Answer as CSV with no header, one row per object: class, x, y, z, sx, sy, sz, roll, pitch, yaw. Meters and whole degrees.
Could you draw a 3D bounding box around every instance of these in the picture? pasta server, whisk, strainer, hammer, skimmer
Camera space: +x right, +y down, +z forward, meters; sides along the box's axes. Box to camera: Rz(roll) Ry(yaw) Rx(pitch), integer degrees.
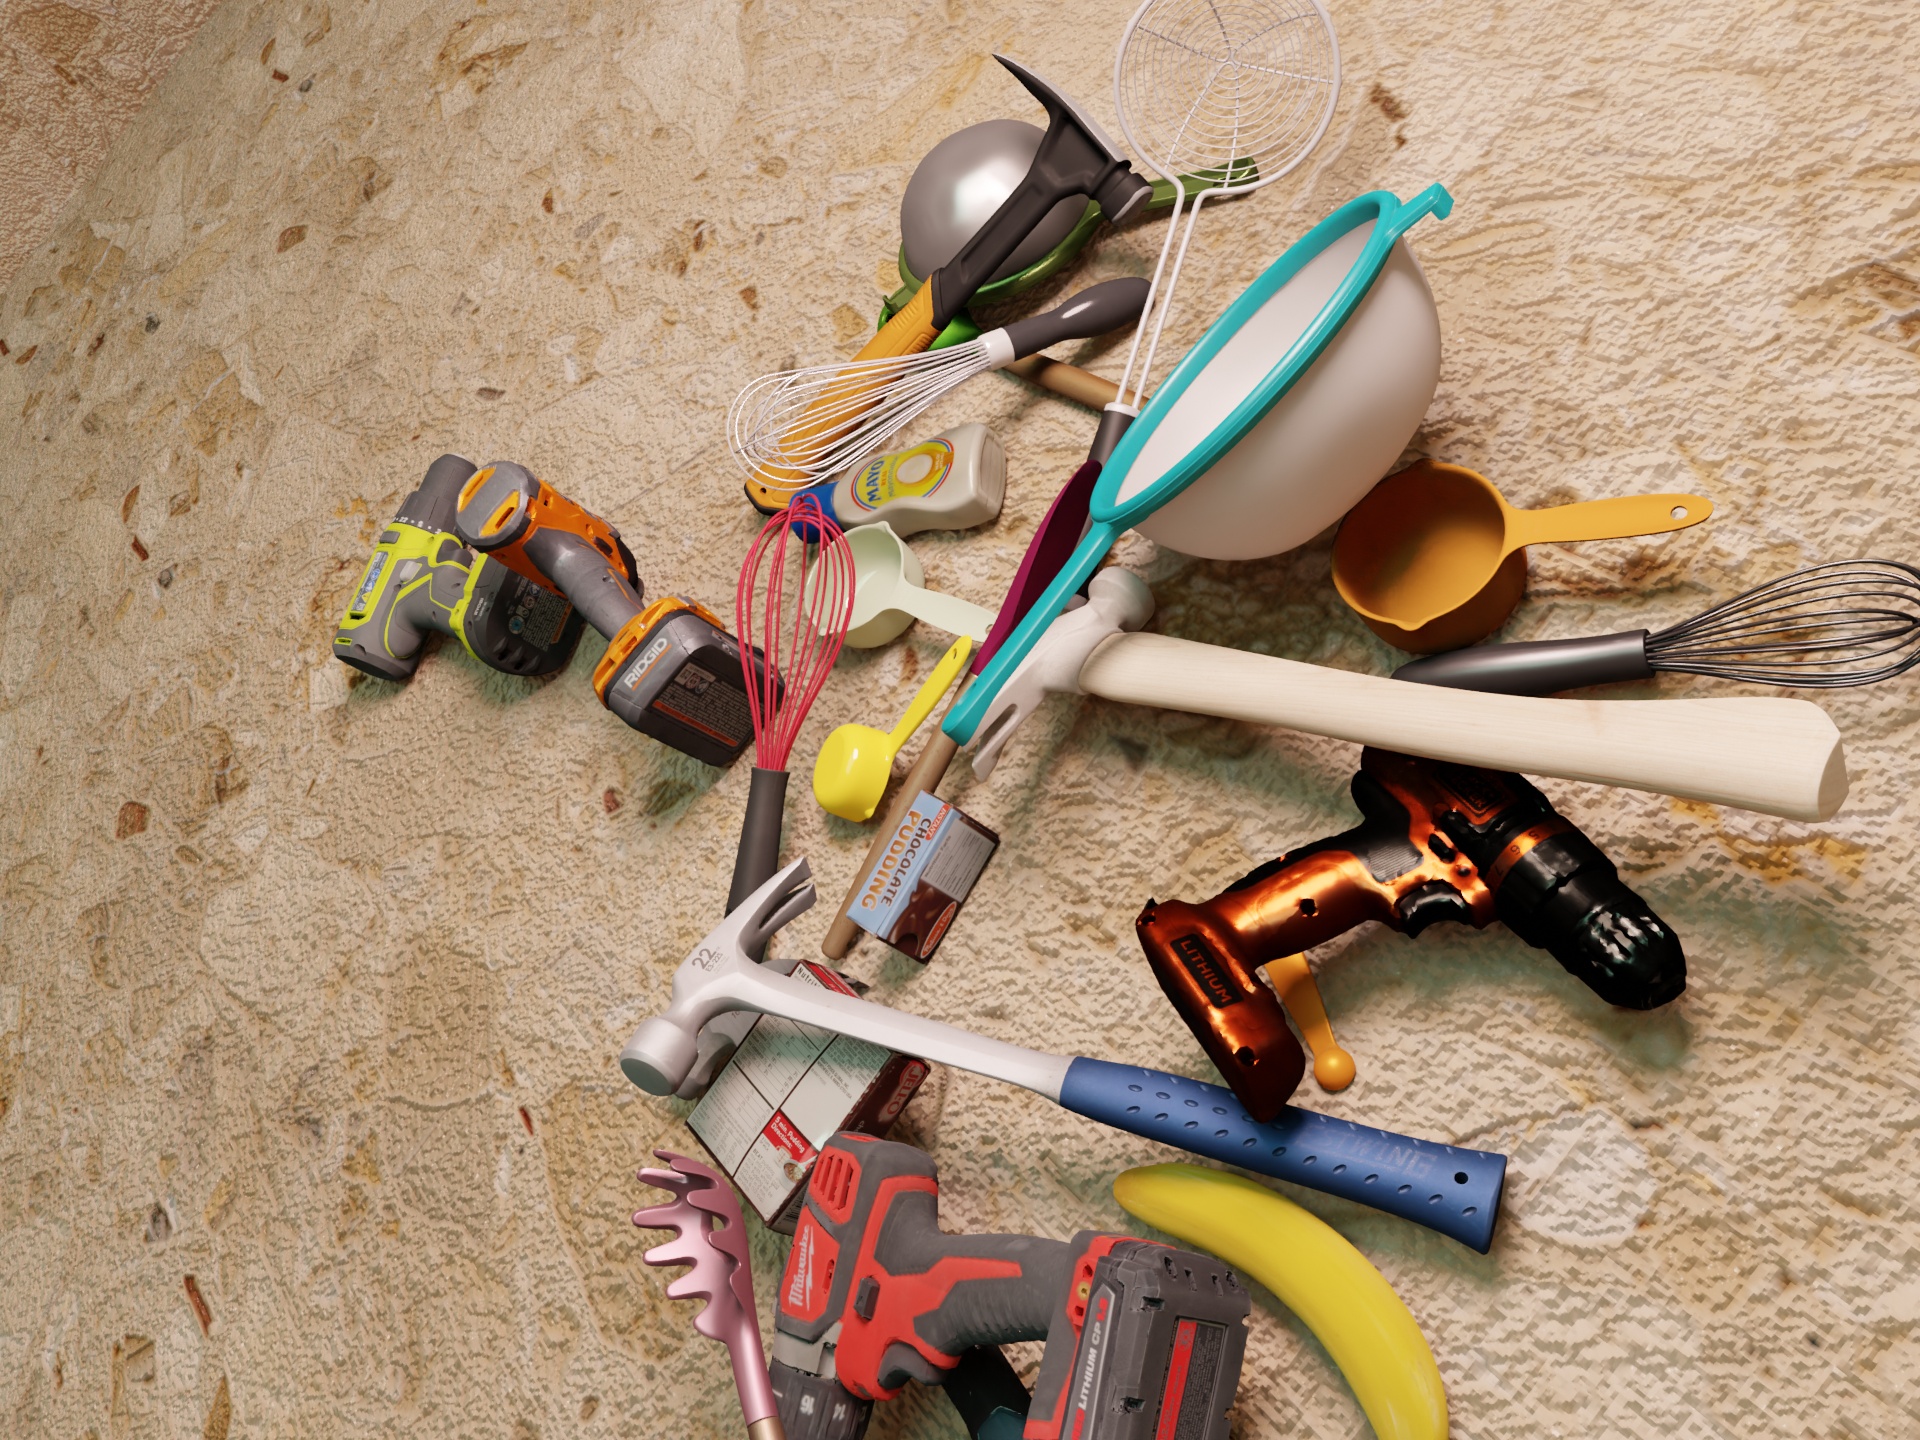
pasta server,-0.085,0.331,0.684,0.060,0.040,0.317,-55,44,36
whisk,0.306,-0.031,0.713,0.239,0.055,0.055,-9,62,36
whisk,-0.110,0.010,0.949,0.073,0.073,0.296,6,87,37
strainer,0.062,-0.350,1.030,0.256,0.069,0.152,-1,55,29
hammer,0.175,0.000,0.724,0.411,0.038,0.146,12,50,47
hammer,-0.048,0.250,0.822,0.128,0.033,0.331,-48,49,6
skimmer,0.112,-0.238,0.897,0.127,0.090,0.363,17,88,0
hammer,-0.034,-0.260,1.027,0.127,0.034,0.337,49,116,6
strainer,0.128,-0.103,0.798,0.340,0.095,0.211,-52,12,1
whisk,-0.008,-0.215,0.968,0.284,0.070,0.070,-24,49,-11
hammer,0.043,0.160,0.742,0.406,0.035,0.144,11,45,24

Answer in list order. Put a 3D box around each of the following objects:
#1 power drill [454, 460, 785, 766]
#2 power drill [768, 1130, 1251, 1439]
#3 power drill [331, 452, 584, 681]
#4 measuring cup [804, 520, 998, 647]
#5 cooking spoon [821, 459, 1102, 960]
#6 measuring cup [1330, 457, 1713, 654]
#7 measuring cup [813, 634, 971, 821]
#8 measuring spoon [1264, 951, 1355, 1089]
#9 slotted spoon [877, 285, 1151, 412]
power drill,-0.218,-0.070,1.050,0.084,0.164,0.227,-49,61,3
power drill,-0.001,0.291,0.692,0.227,0.080,0.188,1,70,43
power drill,-0.378,-0.121,1.229,0.229,0.080,0.191,7,71,40
measuring cup,-0.025,-0.068,0.975,0.168,0.038,0.083,23,81,39
cooking spoon,-0.001,-0.003,0.888,0.017,0.068,0.319,31,100,15
measuring cup,0.269,-0.079,0.761,0.174,0.052,0.095,-4,64,32
measuring cup,-0.042,0.000,0.911,0.156,0.029,0.062,-51,32,39
measuring spoon,0.157,0.122,0.758,0.021,0.011,0.117,-33,51,17
slotted spoon,0.045,-0.229,1.018,0.314,0.031,0.070,34,83,40
